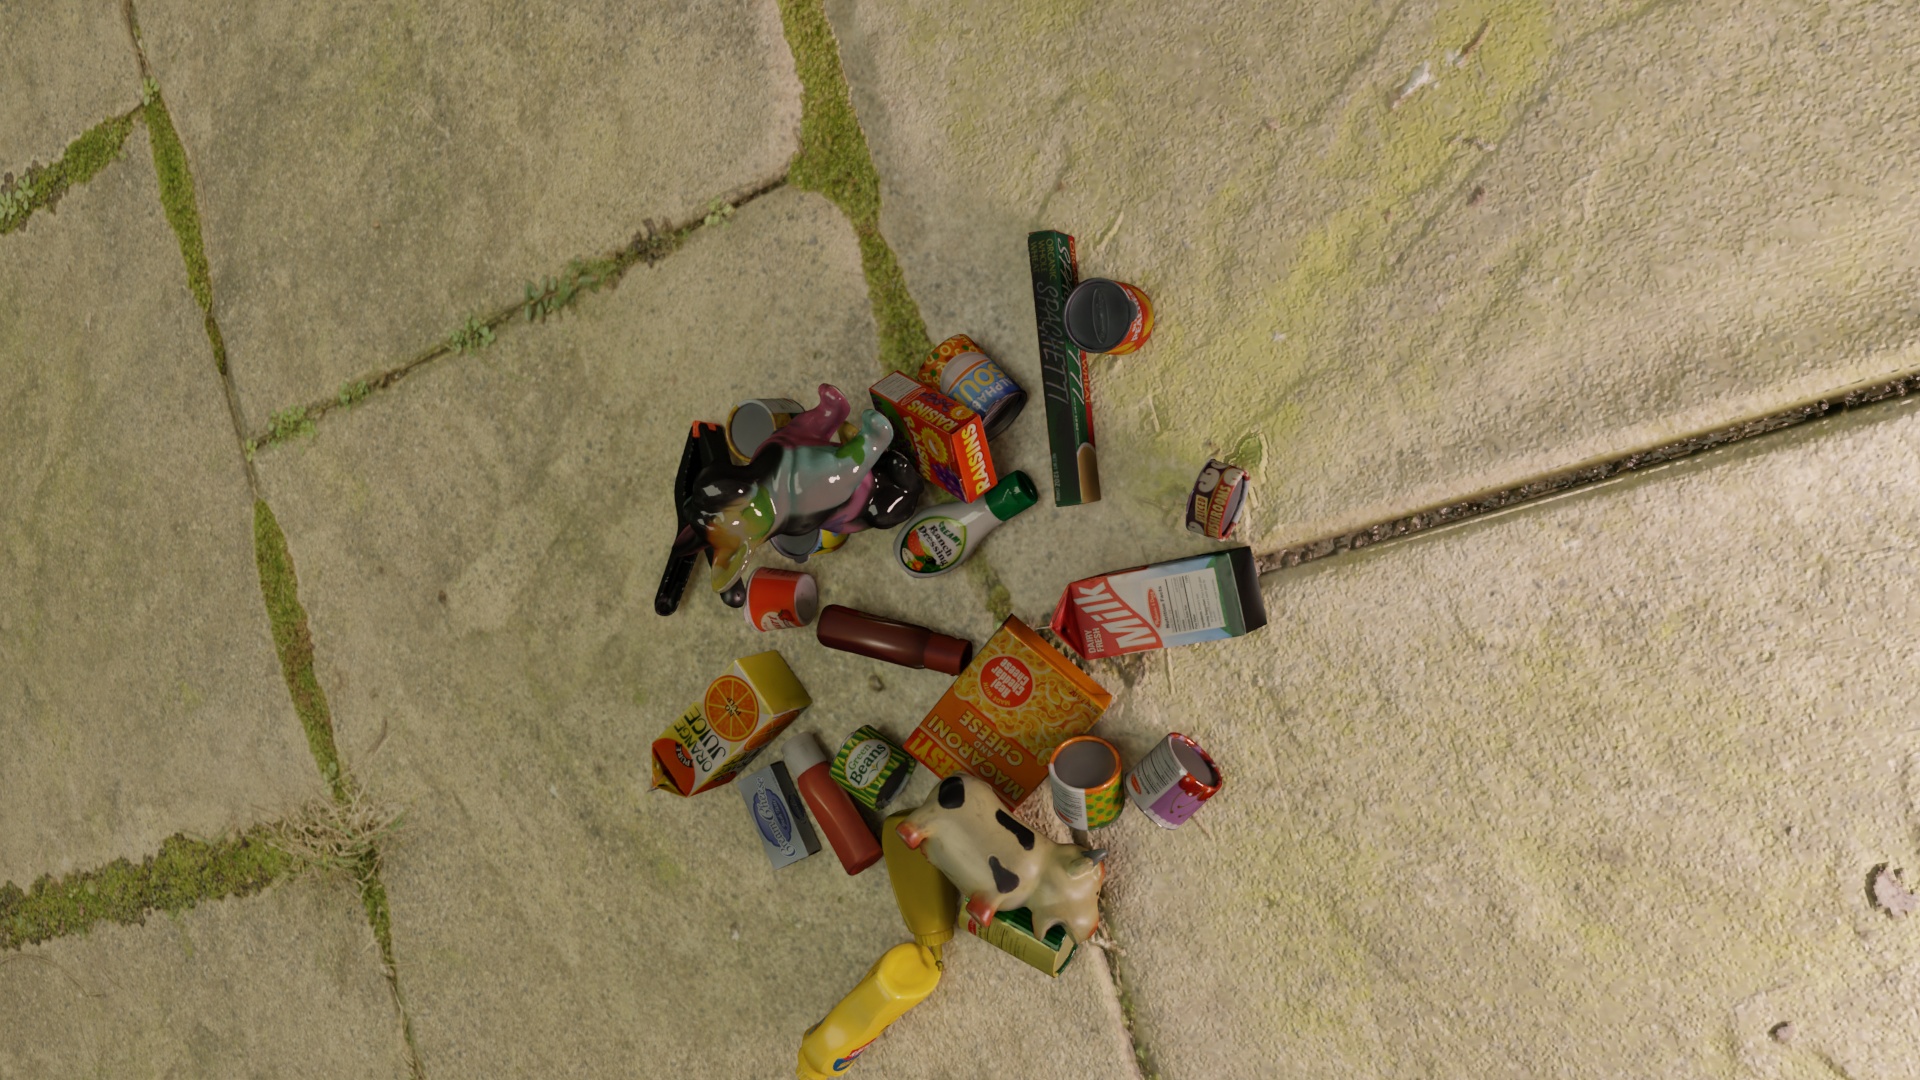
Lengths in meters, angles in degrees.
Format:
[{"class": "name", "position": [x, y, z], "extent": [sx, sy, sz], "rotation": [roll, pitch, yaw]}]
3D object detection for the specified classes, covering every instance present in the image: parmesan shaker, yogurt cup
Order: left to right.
[{"class": "yogurt cup", "position": [-0.181, 0.060, 1.417], "extent": [0.054, 0.072, 0.072], "rotation": [-1, 94, 20]}, {"class": "parmesan shaker", "position": [0.059, 0.362, 1.318], "extent": [0.103, 0.071, 0.071], "rotation": [22, 105, 24]}]

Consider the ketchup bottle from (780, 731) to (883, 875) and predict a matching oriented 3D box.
[{"class": "ketchup bottle", "position": [-0.133, 0.266, 1.414], "extent": [0.149, 0.044, 0.064], "rotation": [56, 157, 18]}]

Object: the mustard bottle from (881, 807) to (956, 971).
[{"class": "mustard bottle", "position": [-0.035, 0.346, 1.373], "extent": [0.065, 0.049, 0.160], "rotation": [-9, 91, 29]}]

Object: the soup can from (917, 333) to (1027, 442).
[{"class": "soup can", "position": [0.010, -0.143, 1.293], "extent": [0.084, 0.071, 0.071], "rotation": [46, 113, 17]}]

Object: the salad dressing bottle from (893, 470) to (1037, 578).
[{"class": "salad dressing bottle", "position": [0.005, -0.017, 1.322], "extent": [0.147, 0.044, 0.064], "rotation": [-32, 96, 24]}]

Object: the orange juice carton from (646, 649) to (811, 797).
[{"class": "orange juice carton", "position": [-0.253, 0.204, 1.462], "extent": [0.192, 0.072, 0.073], "rotation": [-44, 74, 24]}]

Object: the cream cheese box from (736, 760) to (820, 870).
[{"class": "cream cheese box", "position": [-0.192, 0.290, 1.465], "extent": [0.053, 0.024, 0.104], "rotation": [-30, 80, 28]}]

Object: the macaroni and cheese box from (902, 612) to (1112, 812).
[{"class": "macaroni and cheese box", "position": [0.043, 0.170, 1.308], "extent": [0.124, 0.040, 0.166], "rotation": [40, 112, 4]}]

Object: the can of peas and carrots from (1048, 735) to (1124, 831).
[{"class": "can of peas and carrots", "position": [0.116, 0.217, 1.258], "extent": [0.071, 0.071, 0.058], "rotation": [16, 138, 26]}]

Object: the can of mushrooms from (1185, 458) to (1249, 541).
[{"class": "can of mushrooms", "position": [0.220, -0.034, 1.193], "extent": [0.033, 0.071, 0.071], "rotation": [22, 104, 23]}]

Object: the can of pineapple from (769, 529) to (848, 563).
[{"class": "can of pineapple", "position": [-0.152, -0.015, 1.398], "extent": [0.071, 0.058, 0.071], "rotation": [3, 96, 28]}]

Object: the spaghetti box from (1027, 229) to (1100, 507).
[{"class": "spaghetti box", "position": [0.094, -0.156, 1.260], "extent": [0.028, 0.050, 0.249], "rotation": [-5, 92, 26]}]

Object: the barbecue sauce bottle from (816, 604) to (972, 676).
[{"class": "barbecue sauce bottle", "position": [-0.063, 0.099, 1.361], "extent": [0.148, 0.065, 0.044], "rotation": [13, 83, 18]}]

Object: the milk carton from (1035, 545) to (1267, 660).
[{"class": "milk carton", "position": [0.164, 0.059, 1.230], "extent": [0.190, 0.072, 0.073], "rotation": [-12, 89, 27]}]

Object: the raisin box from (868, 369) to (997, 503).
[{"class": "raisin box", "position": [-0.026, -0.097, 1.291], "extent": [0.123, 0.040, 0.085], "rotation": [33, 149, 41]}]

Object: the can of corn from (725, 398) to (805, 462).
[{"class": "can of corn", "position": [-0.196, -0.109, 1.412], "extent": [0.071, 0.058, 0.071], "rotation": [3, 96, 28]}]

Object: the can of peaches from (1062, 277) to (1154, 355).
[{"class": "can of peaches", "position": [0.134, -0.198, 1.231], "extent": [0.071, 0.058, 0.071], "rotation": [2, 95, 27]}]

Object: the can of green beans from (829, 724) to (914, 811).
[{"class": "can of green beans", "position": [-0.087, 0.226, 1.380], "extent": [0.058, 0.071, 0.071], "rotation": [33, 109, 21]}]

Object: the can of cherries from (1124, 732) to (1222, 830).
[{"class": "can of cherries", "position": [0.191, 0.214, 1.236], "extent": [0.071, 0.071, 0.058], "rotation": [48, 113, 16]}]
